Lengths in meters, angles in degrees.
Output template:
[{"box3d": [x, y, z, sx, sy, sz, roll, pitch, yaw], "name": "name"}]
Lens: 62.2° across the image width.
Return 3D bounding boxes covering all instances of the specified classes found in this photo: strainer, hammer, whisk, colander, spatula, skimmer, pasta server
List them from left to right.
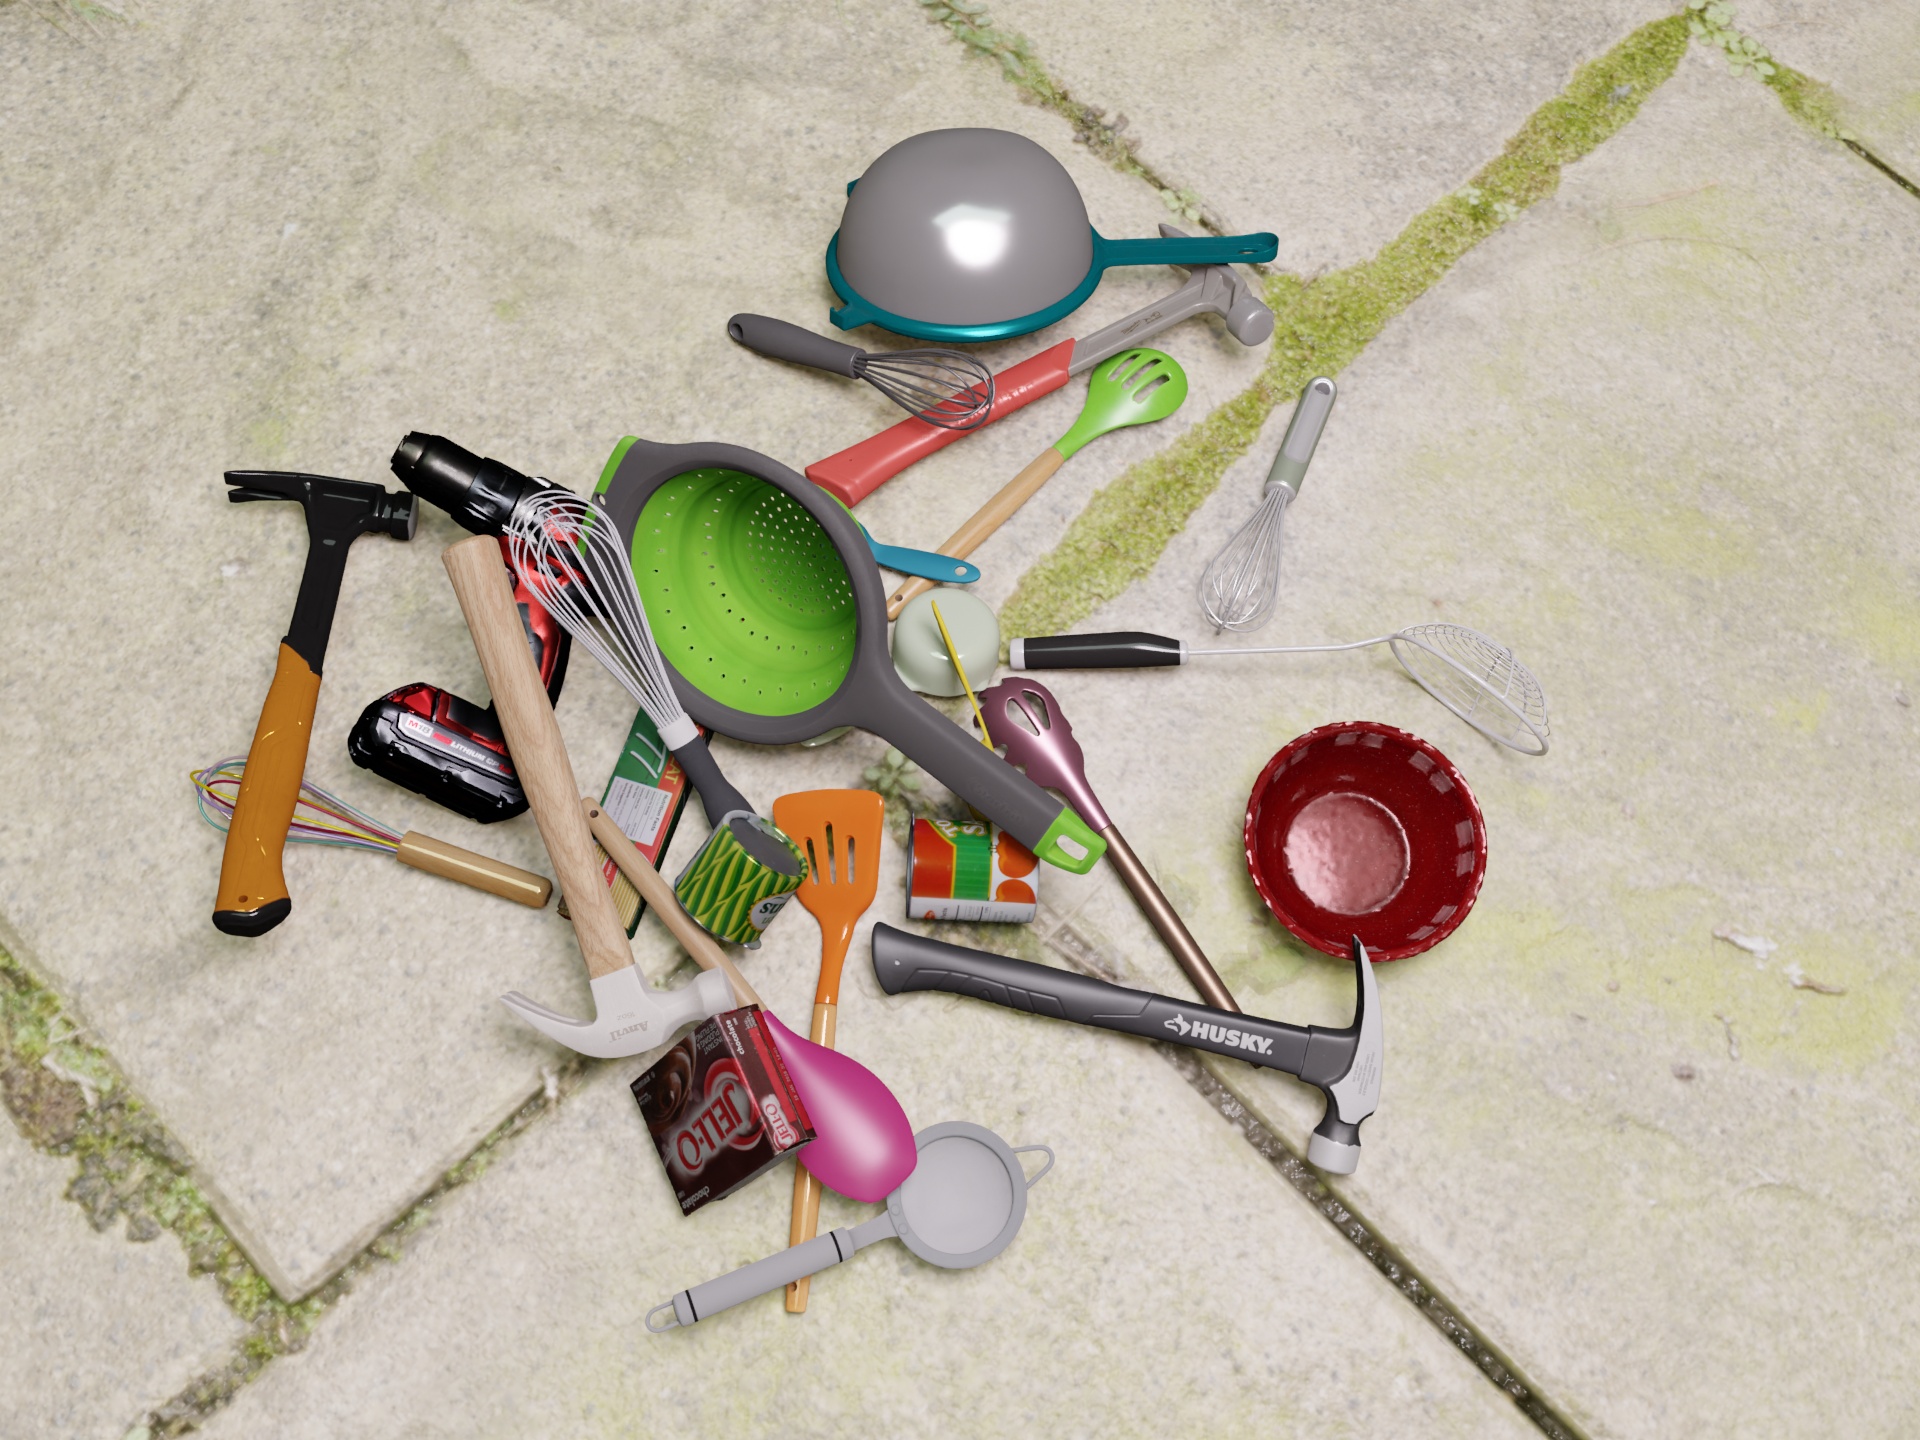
[{"box3d": [-0.442, -0.020, 1.033, 0.127, 0.034, 0.337, 7, 59, -14], "name": "hammer"}, {"box3d": [-0.385, 0.076, 1.036, 0.245, 0.047, 0.051, 19, 68, 0], "name": "whisk"}, {"box3d": [-0.252, 0.046, 0.975, 0.130, 0.031, 0.331, -20, 86, -3], "name": "hammer"}, {"box3d": [-0.200, -0.019, 1.025, 0.070, 0.070, 0.284, -34, 106, -15], "name": "whisk"}, {"box3d": [-0.092, 0.203, 1.009, 0.081, 0.041, 0.323, -3, 69, 20], "name": "spatula"}, {"box3d": [-0.065, 0.311, 0.956, 0.258, 0.050, 0.087, -17, 70, -17], "name": "strainer"}, {"box3d": [-0.076, -0.262, 1.157, 0.239, 0.055, 0.055, 22, 68, 25], "name": "whisk"}, {"box3d": [-0.060, -0.045, 1.030, 0.397, 0.204, 0.094, 37, 36, 6], "name": "colander"}, {"box3d": [0.046, -0.257, 1.186, 0.359, 0.036, 0.149, -28, 49, -8], "name": "hammer"}, {"box3d": [0.066, -0.377, 1.171, 0.340, 0.095, 0.211, 0, 48, 3], "name": "strainer"}, {"box3d": [0.104, 0.179, 1.018, 0.335, 0.035, 0.146, 13, 94, 5], "name": "hammer"}, {"box3d": [0.111, 0.098, 1.074, 0.060, 0.040, 0.316, -31, 78, -15], "name": "pasta server"}, {"box3d": [0.215, -0.019, 1.098, 0.363, 0.127, 0.090, -1, 84, 7], "name": "skimmer"}, {"box3d": [0.232, -0.162, 1.171, 0.058, 0.059, 0.246, 24, 64, 5], "name": "whisk"}]

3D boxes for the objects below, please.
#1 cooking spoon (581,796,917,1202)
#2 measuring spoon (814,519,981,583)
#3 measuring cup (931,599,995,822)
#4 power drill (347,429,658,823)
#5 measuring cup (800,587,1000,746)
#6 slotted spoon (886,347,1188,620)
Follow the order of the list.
[{"box3d": [-0.142, 0.166, 0.995, 0.069, 0.017, 0.319, -37, 74, -20], "name": "cooking spoon"}, {"box3d": [-0.047, -0.121, 1.132, 0.128, 0.021, 0.042, 15, 65, 16], "name": "measuring spoon"}, {"box3d": [-0.002, -0.003, 1.065, 0.029, 0.062, 0.156, -20, 96, 2], "name": "measuring cup"}, {"box3d": [-0.319, -0.066, 1.046, 0.187, 0.080, 0.227, 30, 66, -22], "name": "power drill"}, {"box3d": [-0.043, -0.035, 1.088, 0.167, 0.038, 0.083, -34, 65, -26], "name": "measuring cup"}, {"box3d": [0.055, -0.179, 1.174, 0.070, 0.031, 0.314, 41, 73, 18], "name": "slotted spoon"}]
